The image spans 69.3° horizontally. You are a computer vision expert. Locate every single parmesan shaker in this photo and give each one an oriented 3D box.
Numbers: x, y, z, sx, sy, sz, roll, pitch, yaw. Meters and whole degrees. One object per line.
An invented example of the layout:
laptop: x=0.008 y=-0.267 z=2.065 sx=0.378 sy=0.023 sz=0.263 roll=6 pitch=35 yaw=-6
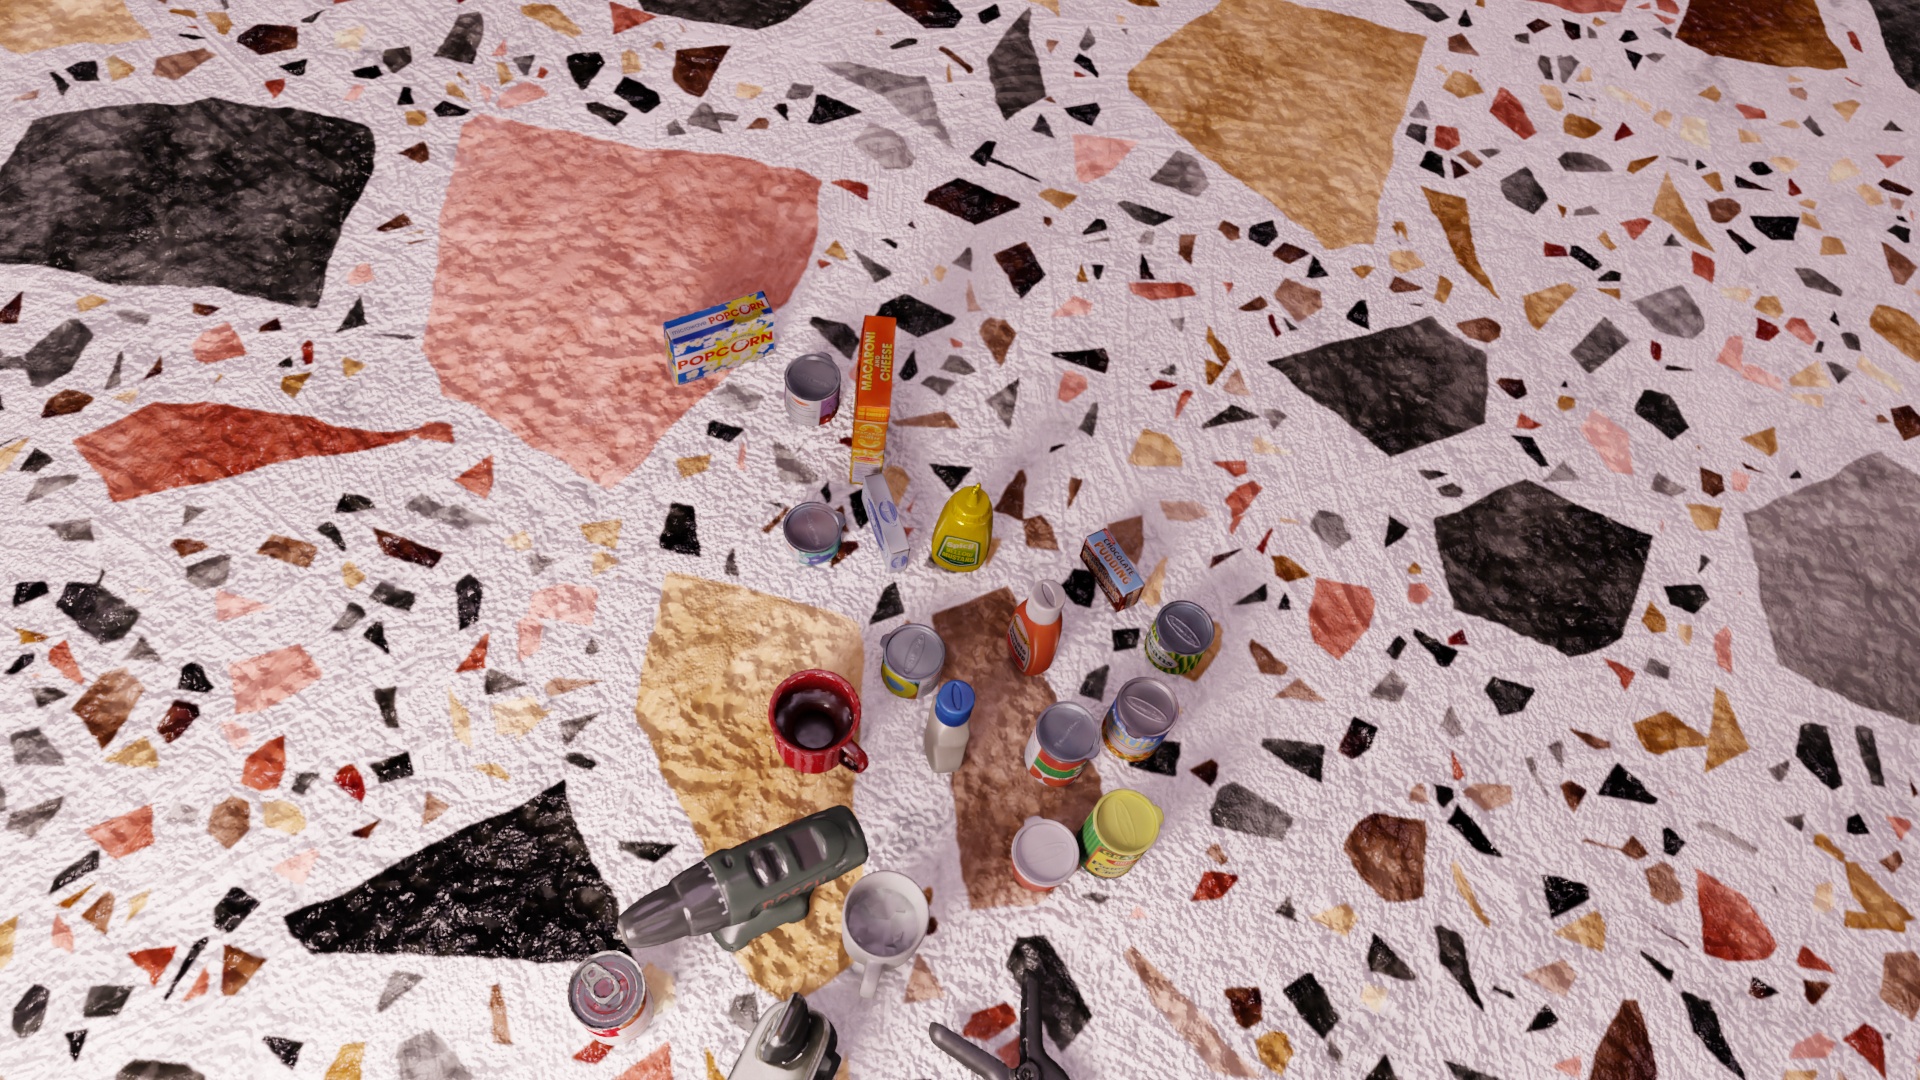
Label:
parmesan shaker: x=0.159 y=0.296 z=1.394 sx=0.071 sy=0.102 sz=0.071 roll=3 pitch=62 yaw=-6

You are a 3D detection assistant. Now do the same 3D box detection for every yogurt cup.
yogurt cup: x=0.082 y=0.321 z=1.399 sx=0.072 sy=0.053 sz=0.073 roll=3 pitch=62 yaw=-6

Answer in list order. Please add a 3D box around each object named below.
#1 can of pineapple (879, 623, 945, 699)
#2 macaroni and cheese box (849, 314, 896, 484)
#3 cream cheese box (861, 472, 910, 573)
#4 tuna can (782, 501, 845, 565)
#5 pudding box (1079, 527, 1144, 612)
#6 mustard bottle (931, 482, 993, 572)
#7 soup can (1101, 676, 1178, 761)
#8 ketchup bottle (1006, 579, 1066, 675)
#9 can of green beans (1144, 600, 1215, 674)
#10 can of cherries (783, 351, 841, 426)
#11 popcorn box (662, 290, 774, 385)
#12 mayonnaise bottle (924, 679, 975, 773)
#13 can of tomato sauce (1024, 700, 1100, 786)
can of pineapple: x=-0.052 y=0.128 z=1.483 sx=0.071 sy=0.057 sz=0.071 roll=3 pitch=62 yaw=-6
macaroni and cheese box: x=-0.100 y=-0.155 z=1.569 sx=0.040 sy=0.165 sz=0.124 roll=5 pitch=62 yaw=-5
cream cheese box: x=-0.084 y=-0.019 z=1.562 sx=0.024 sy=0.053 sz=0.104 roll=-14 pitch=65 yaw=-14
tuna can: x=-0.164 y=-0.008 z=1.558 sx=0.071 sy=0.032 sz=0.071 roll=3 pitch=62 yaw=-6
pudding box: x=0.171 y=0.033 z=1.568 sx=0.030 sy=0.049 sz=0.084 roll=-24 pitch=67 yaw=-18
mustard bottle: x=0.005 y=-0.019 z=1.512 sx=0.065 sy=0.159 sz=0.049 roll=11 pitch=61 yaw=-1
soup can: x=0.187 y=0.192 z=1.465 sx=0.071 sy=0.083 sz=0.071 roll=3 pitch=62 yaw=-6
ketchup bottle: x=0.082 y=0.088 z=1.470 sx=0.043 sy=0.148 sz=0.065 roll=-17 pitch=66 yaw=-15
can of green beans: x=0.241 y=0.108 z=1.532 sx=0.071 sy=0.057 sz=0.071 roll=3 pitch=62 yaw=-6
can of cherries: x=-0.173 y=-0.178 z=1.634 sx=0.071 sy=0.058 sz=0.072 roll=3 pitch=62 yaw=-6
popcorn box: x=-0.284 y=-0.238 z=1.637 sx=0.127 sy=0.084 sz=0.038 roll=-22 pitch=67 yaw=-18
mayonnaise bottle: x=-0.011 y=0.185 z=1.407 sx=0.041 sy=0.147 sz=0.065 roll=-3 pitch=63 yaw=-9
can of tomato sauce: x=0.106 y=0.213 z=1.443 sx=0.071 sy=0.082 sz=0.071 roll=3 pitch=62 yaw=-6
